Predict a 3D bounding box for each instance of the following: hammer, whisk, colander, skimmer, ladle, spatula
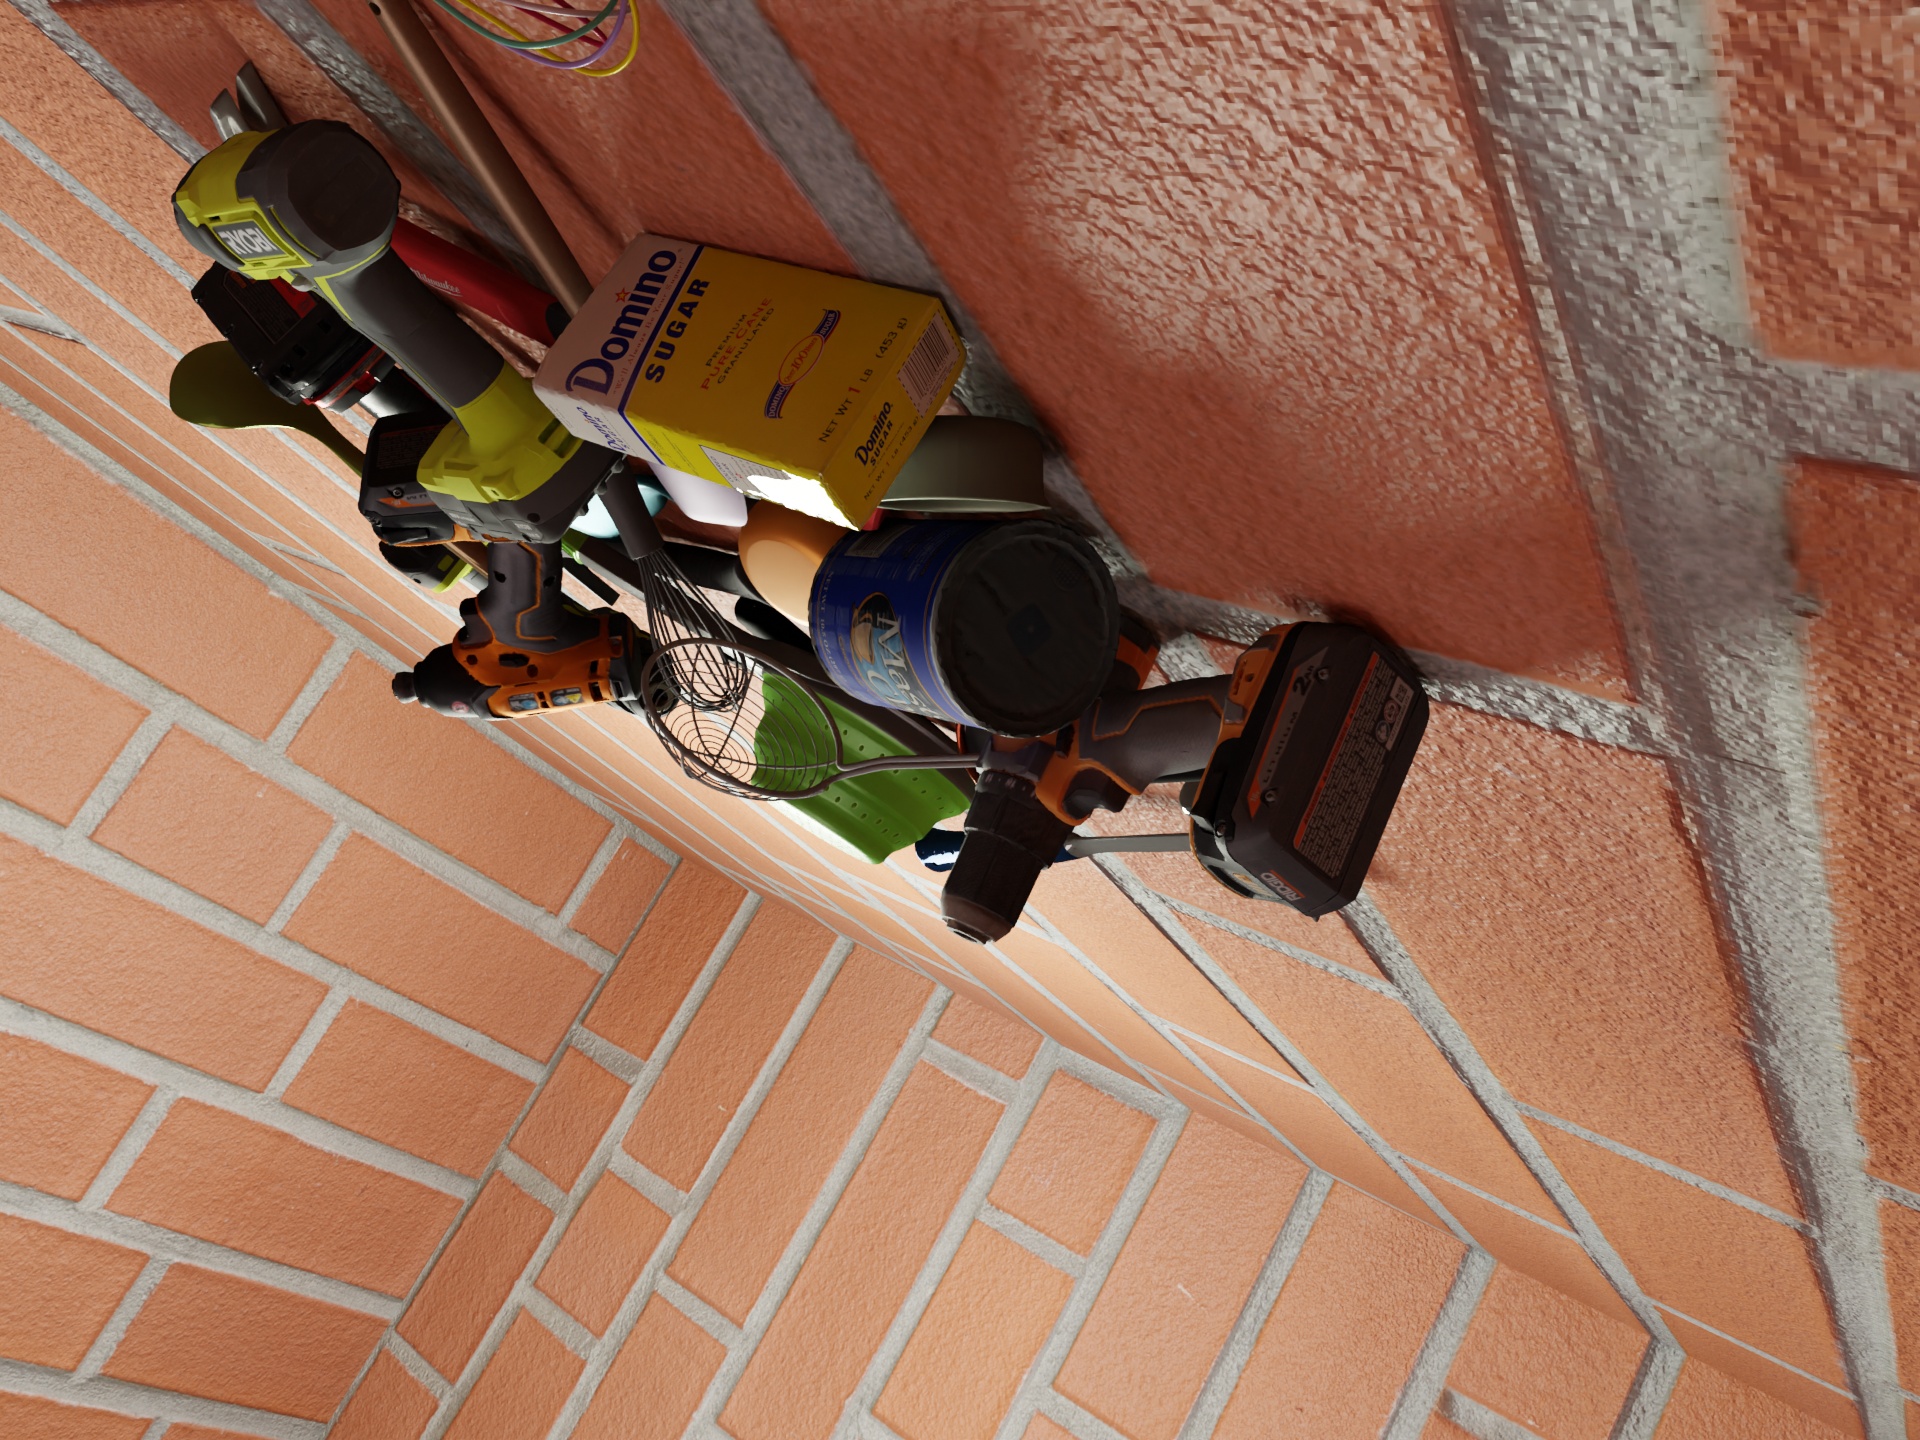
[{"bbox_3d":[-0.231,-0.121,1.187,0.335,0.035,0.146,16,160,45],"label":"hammer"},{"bbox_3d":[-0.203,-0.275,0.566,0.245,0.051,0.047,27,172,26],"label":"whisk"},{"bbox_3d":[-0.149,-0.006,1.126,0.397,0.094,0.204,32,170,4],"label":"colander"},{"bbox_3d":[-0.001,-0.003,0.899,0.363,0.127,0.090,-1,118,16],"label":"skimmer"},{"bbox_3d":[-0.379,-0.140,1.073,0.320,0.062,0.078,40,-152,-24],"label":"ladle"},{"bbox_3d":[-0.192,-0.106,0.976,0.055,0.055,0.238,9,128,56],"label":"whisk"},{"bbox_3d":[-0.177,-0.199,0.731,0.060,0.018,0.315,10,148,31],"label":"spatula"},{"bbox_3d":[0.094,0.095,1.160,0.144,0.035,0.405,36,157,-25],"label":"hammer"},{"bbox_3d":[-0.150,-0.122,0.992,0.318,0.044,0.082,16,175,41],"label":"spatula"},{"bbox_3d":[-0.201,-0.206,0.814,0.386,0.038,0.143,28,165,9],"label":"hammer"}]

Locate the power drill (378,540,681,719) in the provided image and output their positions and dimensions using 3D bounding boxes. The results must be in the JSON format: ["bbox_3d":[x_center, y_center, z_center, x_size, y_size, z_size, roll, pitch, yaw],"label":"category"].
[{"bbox_3d":[-0.314,-0.085,1.202,0.228,0.080,0.191,39,177,-29],"label":"power drill"}]

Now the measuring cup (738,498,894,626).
[{"bbox_3d":[-0.112,-0.118,0.875,0.173,0.052,0.095,39,148,-7],"label":"measuring cup"}]

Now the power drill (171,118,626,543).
[{"bbox_3d":[-0.285,-0.194,0.801,0.171,0.080,0.223,13,152,45],"label":"power drill"}]

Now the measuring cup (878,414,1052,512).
[{"bbox_3d":[-0.002,-0.114,0.729,0.083,0.038,0.167,1,-175,0],"label":"measuring cup"}]

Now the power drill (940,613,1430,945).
[{"bbox_3d":[0.089,0.034,0.760,0.084,0.185,0.226,36,163,-34],"label":"power drill"}]

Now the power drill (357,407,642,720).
[{"bbox_3d":[-0.304,-0.087,1.011,0.164,0.084,0.226,-9,138,-3],"label":"power drill"}]

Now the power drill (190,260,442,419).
[{"bbox_3d":[-0.374,-0.220,1.021,0.143,0.078,0.219,45,179,24],"label":"power drill"}]
